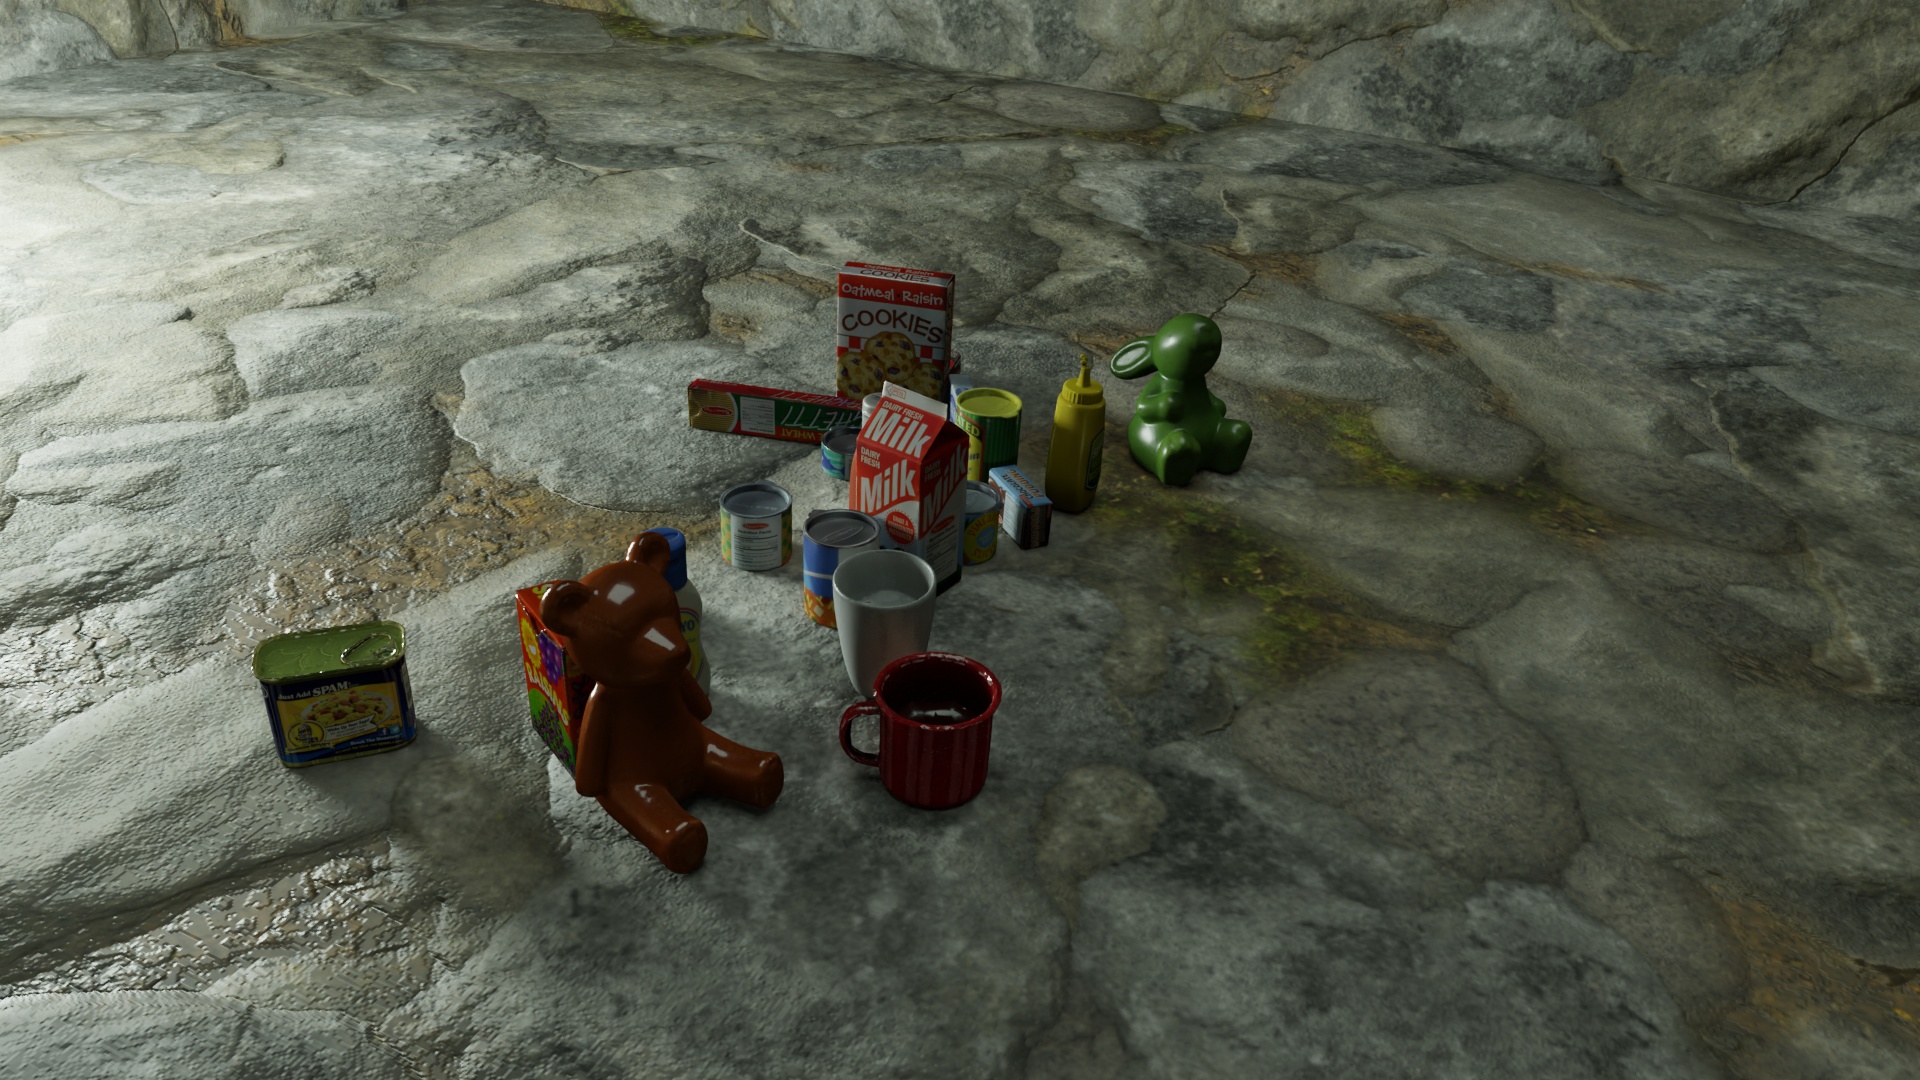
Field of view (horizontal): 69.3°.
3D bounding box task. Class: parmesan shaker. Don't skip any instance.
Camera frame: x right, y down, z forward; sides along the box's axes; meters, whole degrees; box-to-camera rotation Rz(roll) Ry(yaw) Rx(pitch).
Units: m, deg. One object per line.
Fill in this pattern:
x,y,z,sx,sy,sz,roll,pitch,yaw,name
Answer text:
0.027,-0.092,1.398,0.071,0.102,0.071,3,30,-2,parmesan shaker

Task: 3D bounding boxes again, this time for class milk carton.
-0.043,-0.043,1.221,0.072,0.189,0.074,23,35,29,milk carton

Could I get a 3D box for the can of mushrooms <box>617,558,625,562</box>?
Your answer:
-0.282,0.046,1.196,0.071,0.033,0.071,3,30,-2,can of mushrooms

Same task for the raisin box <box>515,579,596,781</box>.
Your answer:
-0.286,0.102,1.013,0.040,0.122,0.086,-18,37,-33,raisin box

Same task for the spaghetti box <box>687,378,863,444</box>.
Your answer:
-0.170,-0.132,1.495,0.250,0.050,0.029,8,31,7,spaghetti box

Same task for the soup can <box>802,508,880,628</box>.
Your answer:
-0.105,0.023,1.206,0.071,0.083,0.072,3,30,-2,soup can

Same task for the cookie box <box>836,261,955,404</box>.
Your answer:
-0.073,-0.218,1.536,0.123,0.166,0.040,9,31,9,cookie box

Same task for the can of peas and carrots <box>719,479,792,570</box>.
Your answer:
-0.188,-0.014,1.285,0.071,0.058,0.071,3,30,-2,can of peas and carrots

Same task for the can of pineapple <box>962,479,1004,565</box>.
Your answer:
0.005,-0.016,1.311,0.071,0.057,0.071,3,30,-2,can of pineapple

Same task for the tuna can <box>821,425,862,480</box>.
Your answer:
-0.113,-0.092,1.450,0.071,0.032,0.071,3,30,-2,tuna can

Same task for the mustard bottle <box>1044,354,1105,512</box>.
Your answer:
0.117,-0.108,1.379,0.049,0.159,0.065,15,32,19,mustard bottle

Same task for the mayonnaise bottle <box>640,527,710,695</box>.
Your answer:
-0.226,0.062,1.063,0.065,0.147,0.041,-19,37,-34,mayonnaise bottle

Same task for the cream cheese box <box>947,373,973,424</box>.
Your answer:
0.004,-0.138,1.521,0.024,0.053,0.104,-1,31,-9,cream cheese box

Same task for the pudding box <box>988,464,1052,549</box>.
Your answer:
0.057,-0.033,1.353,0.030,0.049,0.084,-10,33,-23,pudding box

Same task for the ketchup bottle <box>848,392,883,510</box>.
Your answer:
-0.075,-0.063,1.292,0.065,0.148,0.044,28,38,36,ketchup bottle
